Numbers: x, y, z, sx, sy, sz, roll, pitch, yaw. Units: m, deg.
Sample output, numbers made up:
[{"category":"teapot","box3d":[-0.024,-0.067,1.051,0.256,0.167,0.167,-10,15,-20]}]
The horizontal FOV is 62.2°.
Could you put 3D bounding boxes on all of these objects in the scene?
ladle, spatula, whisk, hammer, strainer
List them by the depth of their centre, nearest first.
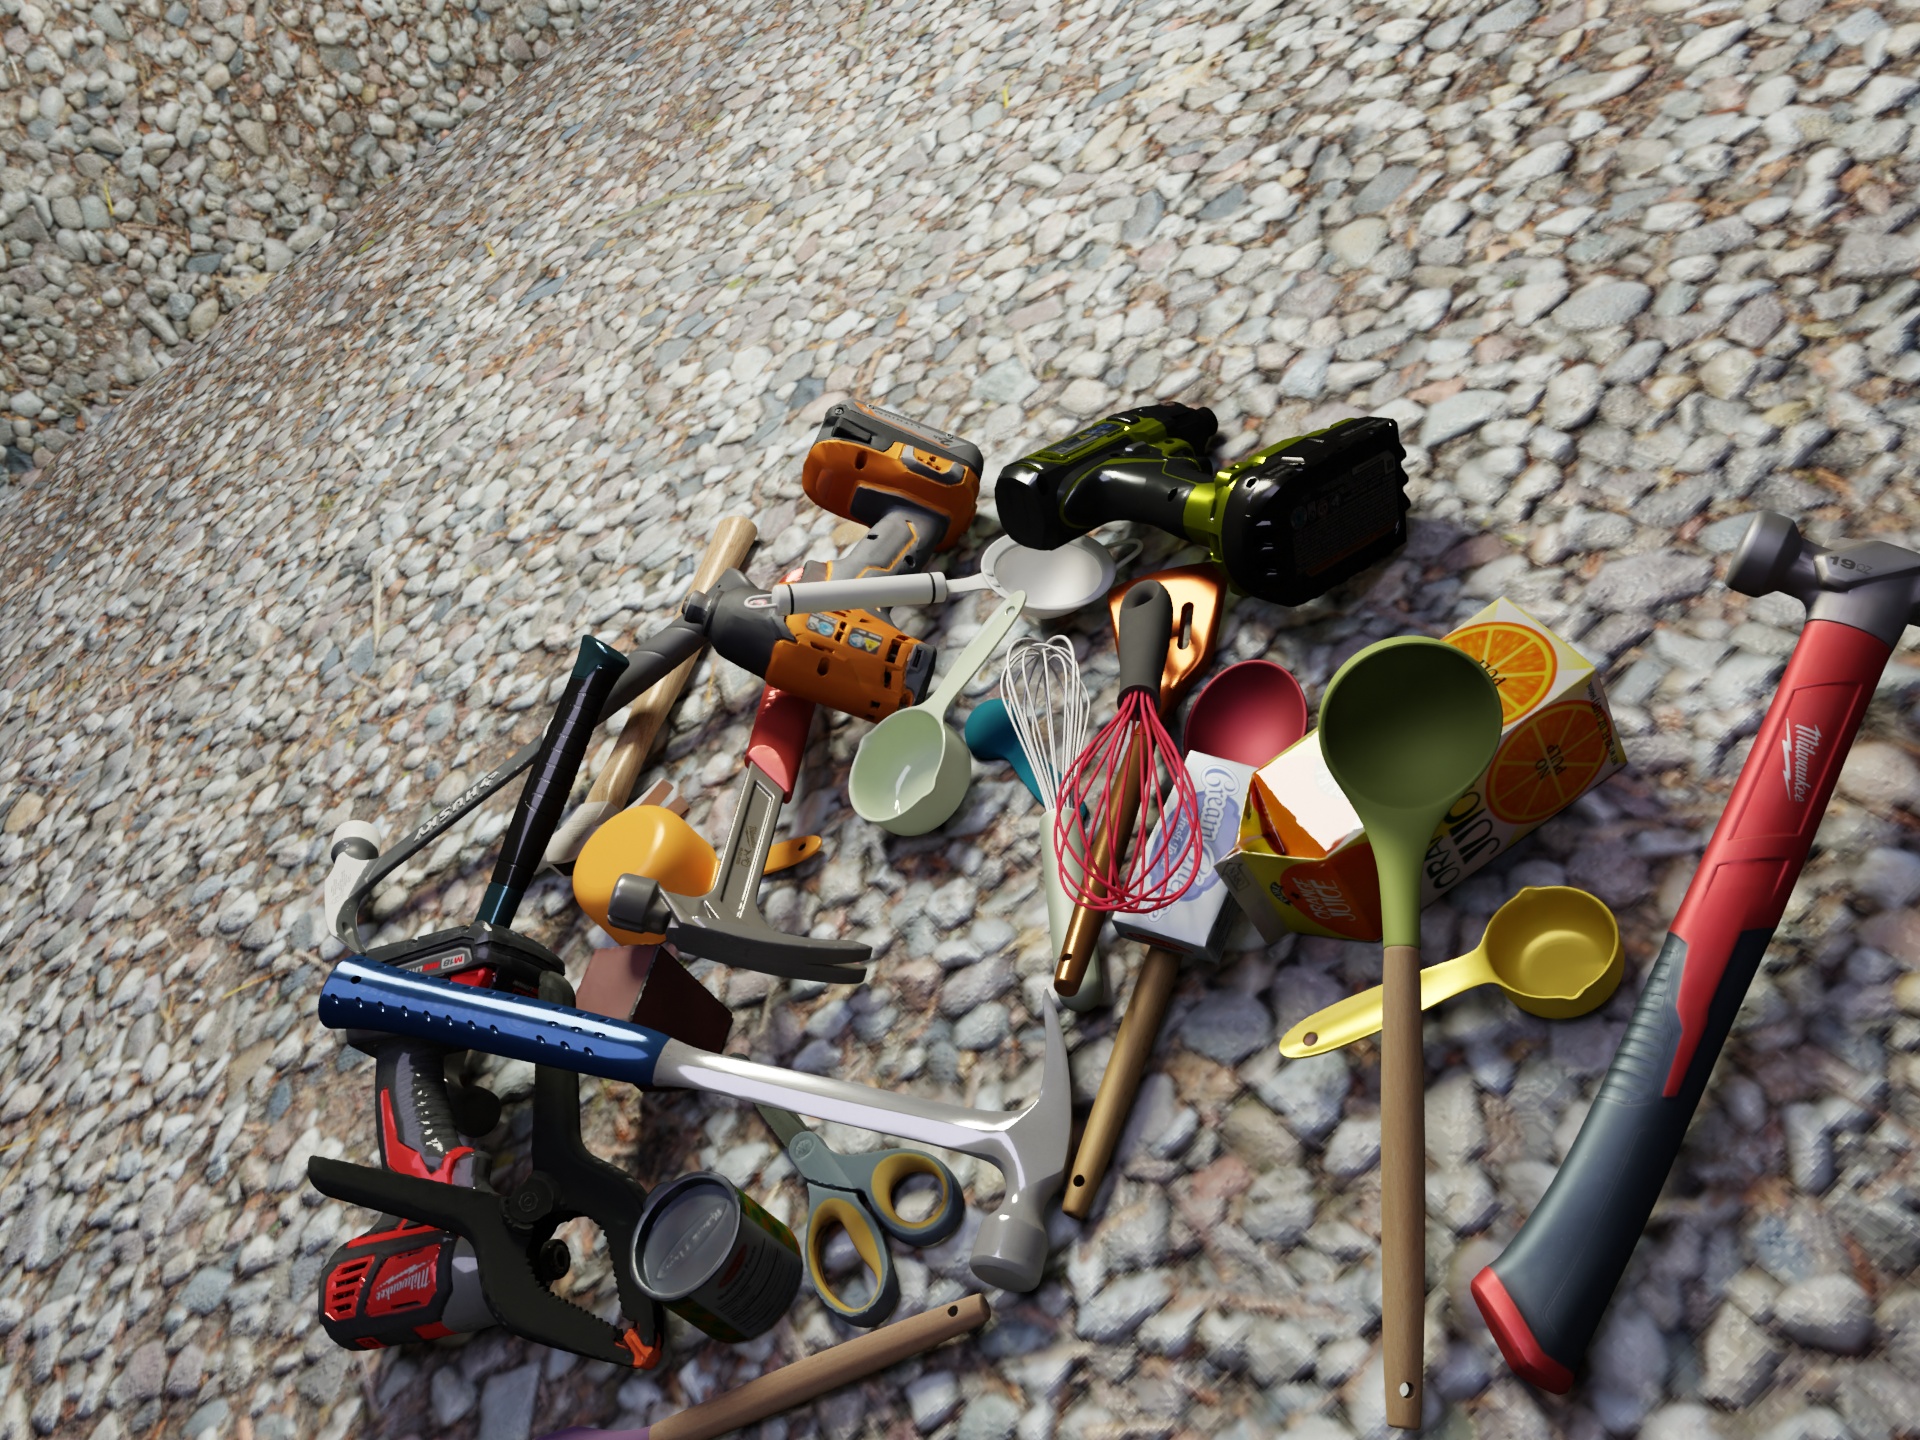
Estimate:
[{"category":"hammer","box3d":[0.321,0.093,0.640,0.143,0.038,0.386,25,73,21]},{"category":"ladle","box3d":[0.184,0.118,0.653,0.078,0.062,0.320,4,71,5]},{"category":"spatula","box3d":[-0.124,0.339,0.762,0.316,0.018,0.060,-28,41,14]},{"category":"ladle","box3d":[0.111,0.103,0.810,0.069,0.031,0.316,6,57,32]},{"category":"hammer","box3d":[-0.139,0.172,0.812,0.405,0.035,0.144,9,52,15]},{"category":"whisk","box3d":[0.091,0.001,0.825,0.073,0.073,0.296,-19,28,21]},{"category":"spatula","box3d":[0.091,0.021,0.866,0.081,0.041,0.323,-11,33,28]},{"category":"whisk","box3d":[0.056,0.049,0.882,0.058,0.059,0.247,-39,40,37]},{"category":"strainer","box3d":[-0.008,-0.083,0.999,0.258,0.050,0.087,-6,42,-17]},{"category":"hammer","box3d":[-0.108,0.015,1.022,0.149,0.036,0.359,13,40,-4]},{"category":"hammer","box3d":[-0.292,0.097,1.048,0.128,0.033,0.331,7,71,40]},{"category":"hammer","box3d":[-0.305,0.022,1.144,0.409,0.036,0.149,-36,34,10]},{"category":"hammer","box3d":[-0.219,-0.027,1.177,0.130,0.031,0.331,-7,48,32]}]

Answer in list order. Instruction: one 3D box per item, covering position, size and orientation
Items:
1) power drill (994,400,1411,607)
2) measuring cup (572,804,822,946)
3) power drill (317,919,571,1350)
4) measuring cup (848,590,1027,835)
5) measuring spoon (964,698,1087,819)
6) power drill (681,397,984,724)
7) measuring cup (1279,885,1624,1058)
[{"category":"power drill","box3d":[0.152,-0.145,0.965,0.171,0.080,0.223,-29,31,-28]},{"category":"measuring cup","box3d":[-0.172,0.086,1.014,0.173,0.052,0.095,-18,43,26]},{"category":"power drill","box3d":[-0.287,0.235,0.906,0.143,0.078,0.220,-15,61,16]},{"category":"measuring cup","box3d":[-0.002,-0.003,0.965,0.167,0.038,0.083,-54,40,-3]},{"category":"measuring spoon","box3d":[0.038,0.022,0.946,0.042,0.021,0.129,-39,40,-3]},{"category":"power drill","box3d":[-0.080,-0.109,1.061,0.164,0.084,0.227,20,53,-4]},{"category":"measuring cup","box3d":[0.219,0.124,0.711,0.156,0.029,0.062,-26,41,17]}]
